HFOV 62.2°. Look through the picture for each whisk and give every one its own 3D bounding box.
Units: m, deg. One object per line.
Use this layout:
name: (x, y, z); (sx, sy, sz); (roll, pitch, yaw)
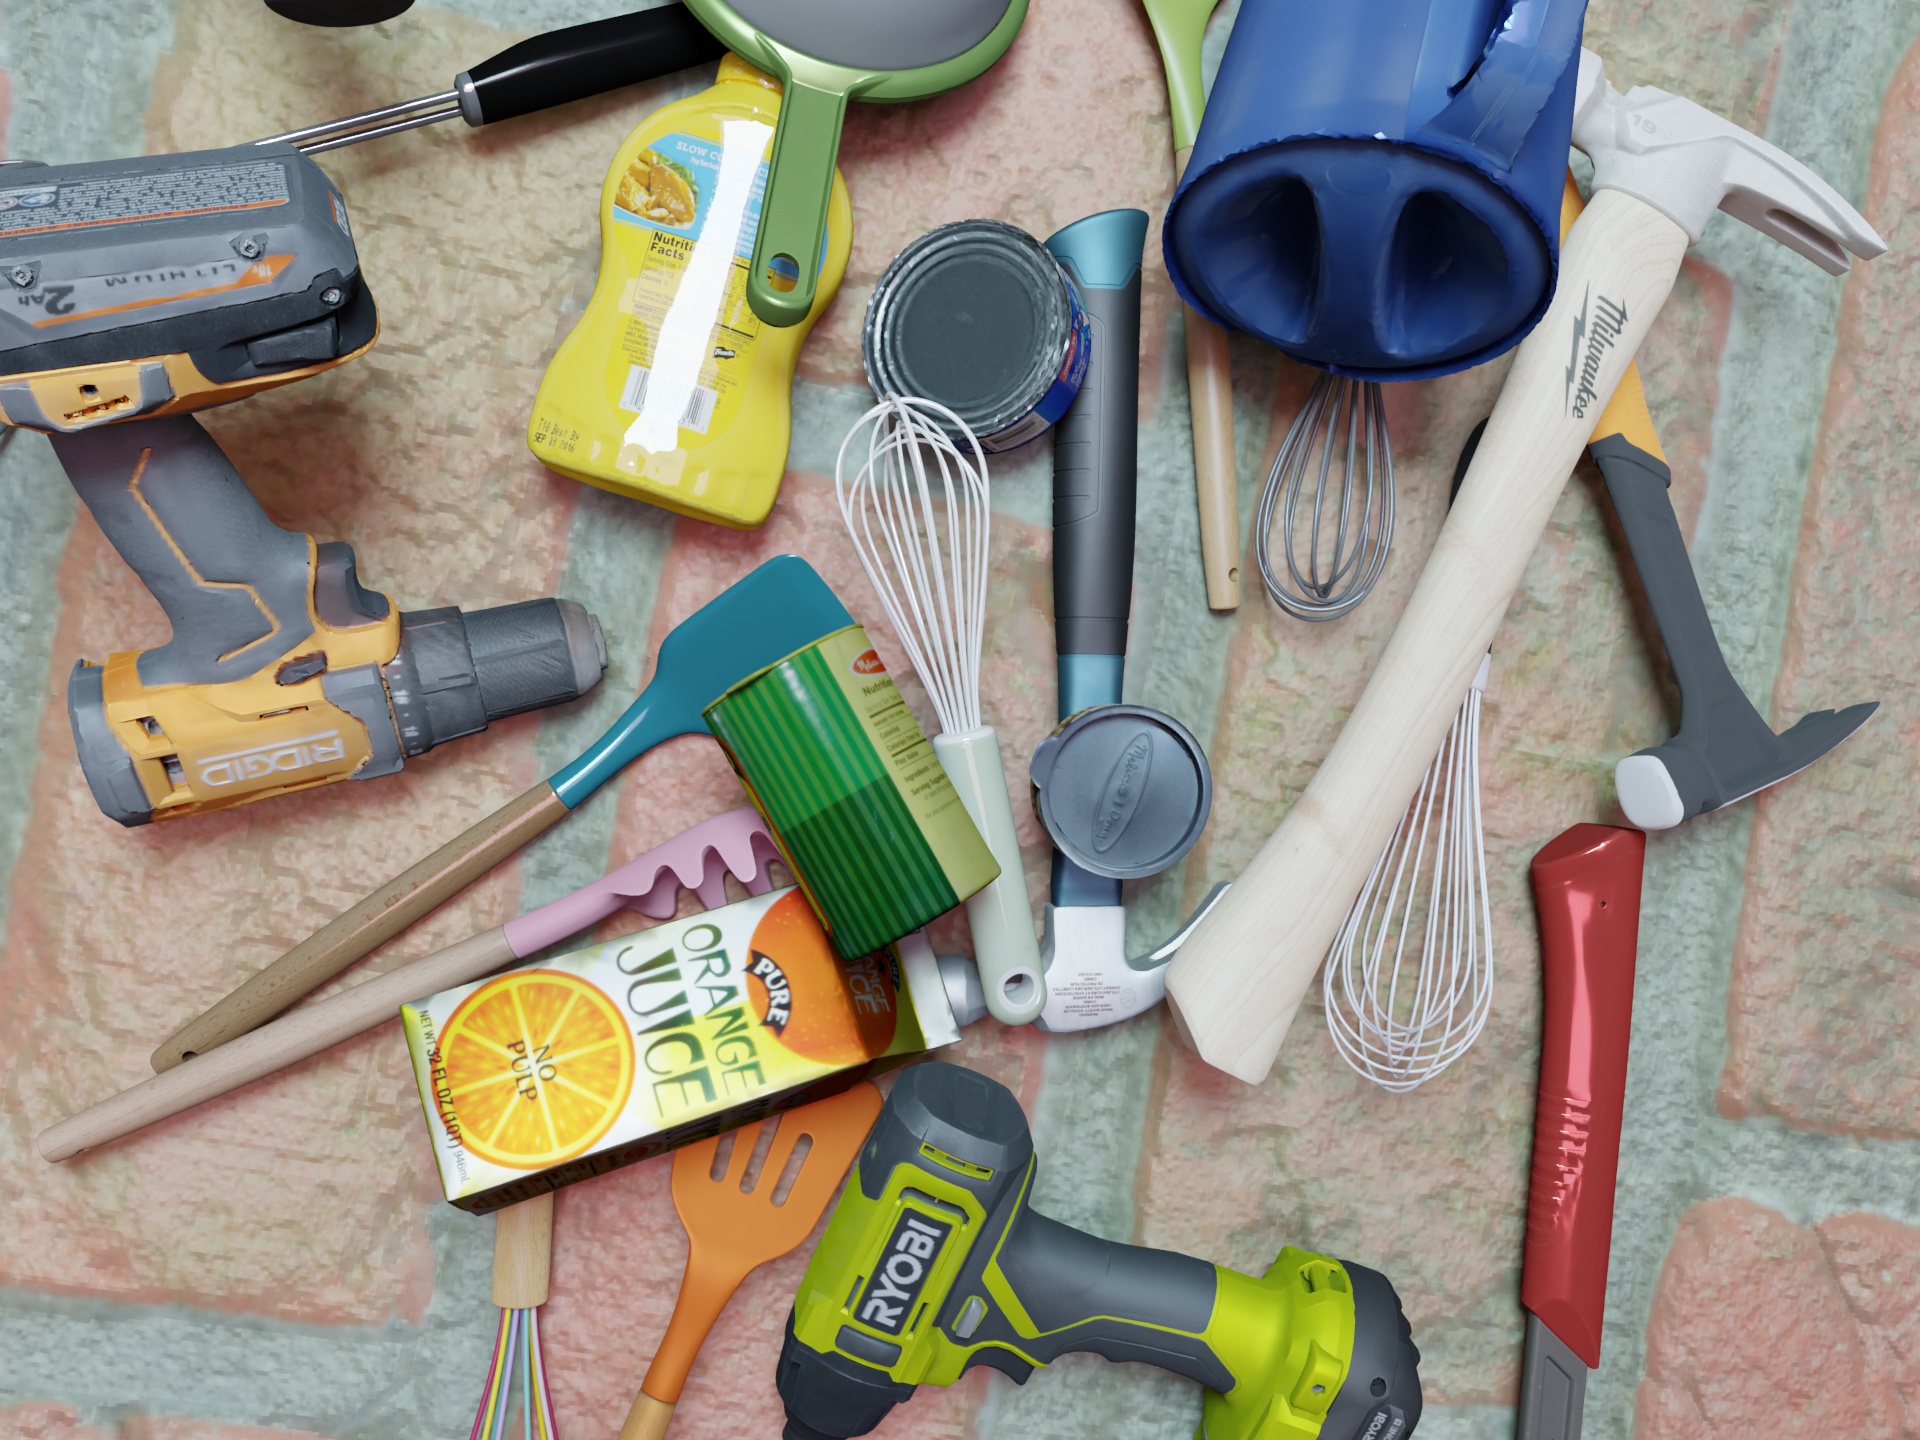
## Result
whisk: (-0.172, 0.248, 0.624); (0.047, 0.051, 0.245); (4, 86, -28)
whisk: (0.160, -0.158, 0.653); (0.055, 0.055, 0.239); (10, 85, -7)
whisk: (-0.001, -0.002, 0.602); (0.058, 0.059, 0.246); (-13, 97, -11)
whisk: (0.201, 0.011, 0.653); (0.070, 0.070, 0.285); (12, 85, -7)

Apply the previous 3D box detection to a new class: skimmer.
skimmer: (-0.227, -0.183, 0.581); (0.363, 0.127, 0.090); (-23, 89, -16)

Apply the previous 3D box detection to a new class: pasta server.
pasta server: (-0.195, 0.103, 0.608); (0.316, 0.060, 0.040); (-24, 72, -6)

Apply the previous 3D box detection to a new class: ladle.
ladle: (0.103, -0.205, 0.638); (0.078, 0.062, 0.320); (-8, 96, -32)

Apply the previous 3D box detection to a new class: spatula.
spatula: (-0.124, 0.277, 0.605); (0.081, 0.041, 0.323); (24, 81, -7)
spatula: (-0.176, 0.047, 0.613); (0.317, 0.044, 0.082); (-35, 122, -3)

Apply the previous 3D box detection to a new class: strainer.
strainer: (-0.042, -0.262, 0.566); (0.151, 0.069, 0.256); (12, 67, -13)

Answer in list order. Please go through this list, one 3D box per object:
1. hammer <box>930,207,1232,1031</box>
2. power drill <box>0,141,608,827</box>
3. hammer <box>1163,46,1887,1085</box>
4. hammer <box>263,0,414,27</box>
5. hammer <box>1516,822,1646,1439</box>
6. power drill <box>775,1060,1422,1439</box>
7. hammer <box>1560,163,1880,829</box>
hammer: (0.052, -0.040, 0.645); (0.128, 0.033, 0.331); (1, 91, -6)
power drill: (-0.223, -0.071, 0.541); (0.185, 0.084, 0.226); (-13, 132, -17)
hammer: (0.201, -0.047, 0.606); (0.146, 0.038, 0.410); (28, 86, -2)
hammer: (-0.290, -0.405, 0.500); (0.149, 0.036, 0.409); (-31, 94, -8)
hammer: (0.267, 0.224, 0.675); (0.149, 0.037, 0.359); (5, 91, -7)
power drill: (0.046, 0.249, 0.622); (0.223, 0.080, 0.171); (23, 106, -4)
hammer: (0.276, -0.132, 0.662); (0.127, 0.034, 0.337); (-19, 90, -24)
